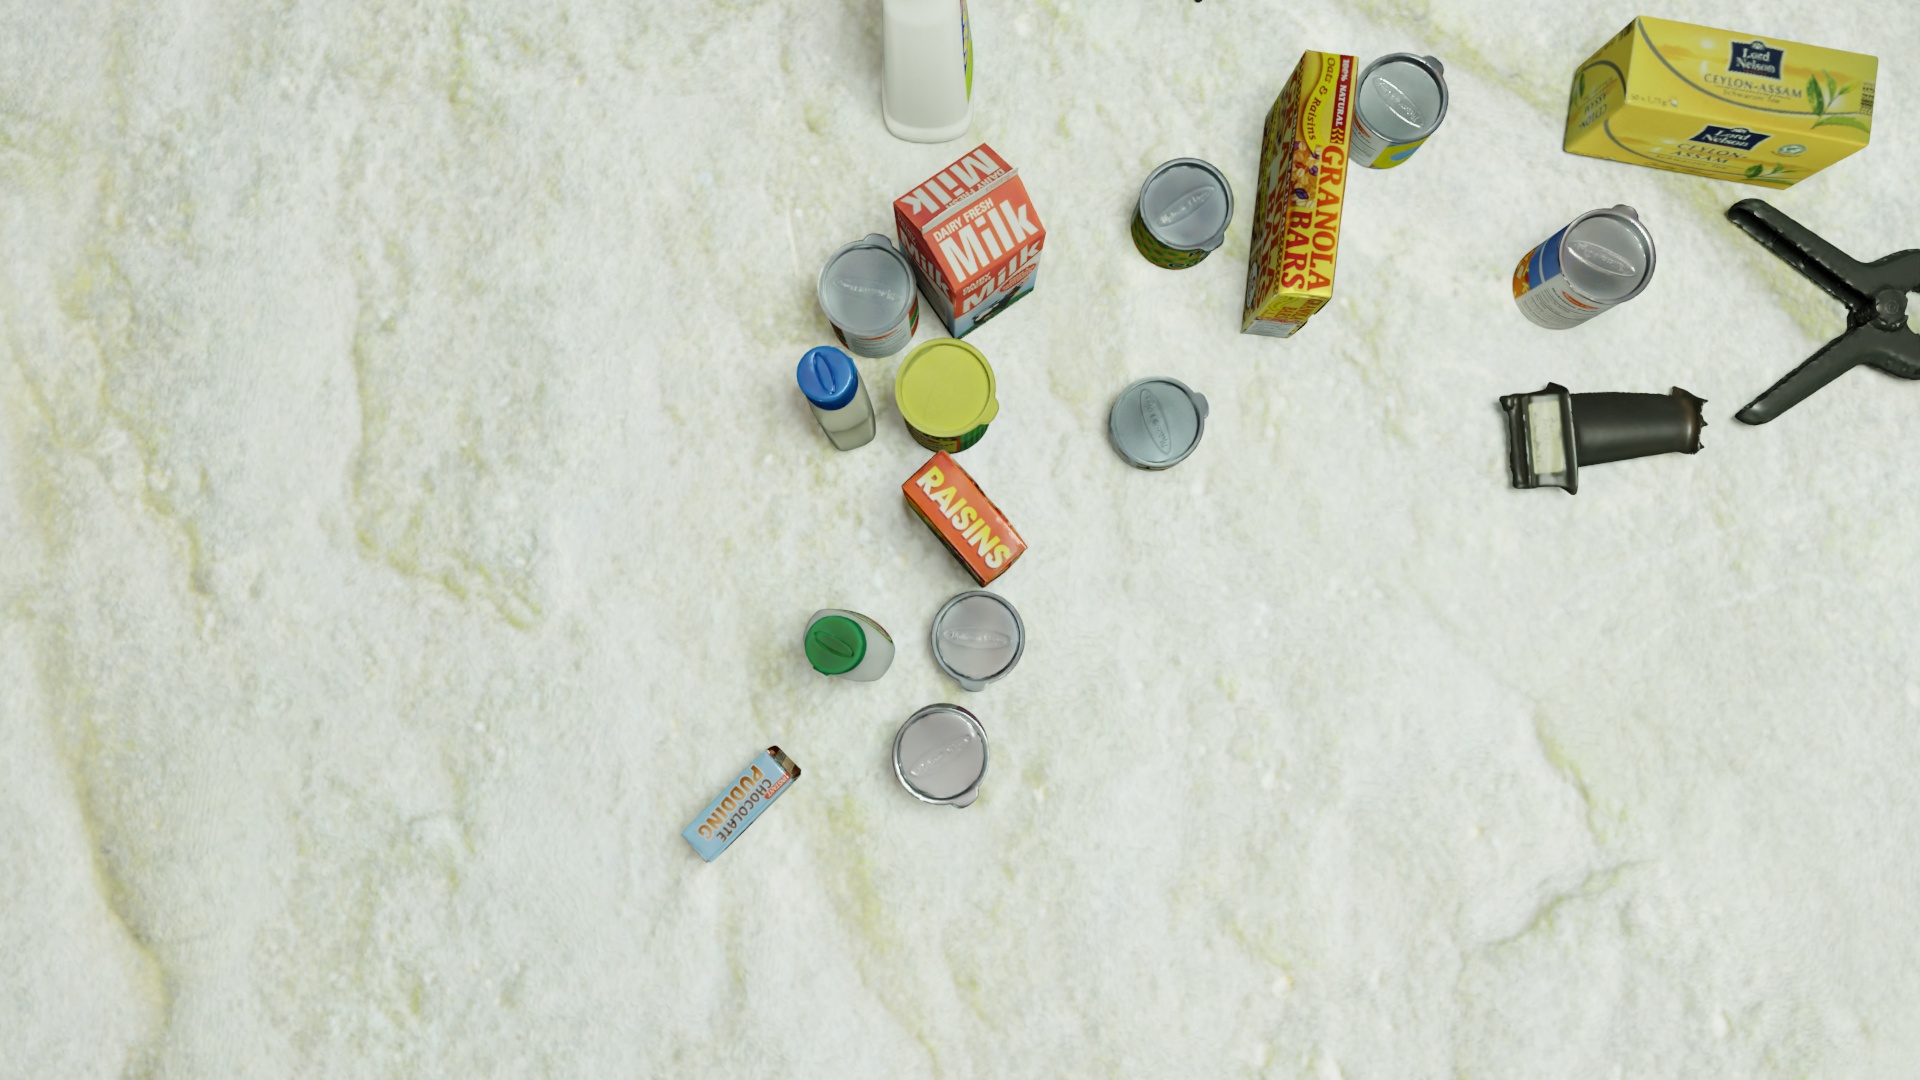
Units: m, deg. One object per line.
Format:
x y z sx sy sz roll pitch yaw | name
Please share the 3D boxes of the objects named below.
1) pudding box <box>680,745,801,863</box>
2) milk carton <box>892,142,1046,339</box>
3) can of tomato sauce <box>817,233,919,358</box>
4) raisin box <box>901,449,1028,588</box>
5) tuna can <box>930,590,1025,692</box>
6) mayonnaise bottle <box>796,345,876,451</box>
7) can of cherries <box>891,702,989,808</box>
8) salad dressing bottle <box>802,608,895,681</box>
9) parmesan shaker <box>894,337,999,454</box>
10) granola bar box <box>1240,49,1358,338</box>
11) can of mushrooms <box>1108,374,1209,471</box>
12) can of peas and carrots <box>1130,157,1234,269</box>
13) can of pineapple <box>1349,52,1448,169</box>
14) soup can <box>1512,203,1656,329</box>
-0.151 0.183 0.965 0.084 0.049 0.030 -45 87 -3 | pudding box
0.006 -0.199 0.923 0.072 0.190 0.073 -34 87 -2 | milk carton
-0.063 -0.170 0.975 0.071 0.083 0.071 0 86 0 | can of tomato sauce
0.003 -0.012 0.943 0.040 0.123 0.086 -41 87 -2 | raisin box
0.012 0.071 0.982 0.071 0.033 0.071 0 86 0 | tuna can
-0.085 -0.100 0.937 0.041 0.148 0.065 -21 86 -1 | mayonnaise bottle
-0.012 0.149 0.963 0.071 0.058 0.071 0 86 0 | can of cherries
-0.077 0.069 0.925 0.064 0.147 0.044 28 87 2 | salad dressing bottle
-0.007 -0.096 0.959 0.071 0.103 0.071 0 86 0 | parmesan shaker
0.233 -0.233 0.958 0.039 0.124 0.165 7 86 1 | granola bar box
0.141 -0.084 0.993 0.071 0.033 0.071 0 86 0 | can of mushrooms
0.159 -0.230 0.991 0.071 0.058 0.071 0 86 0 | can of peas and carrots
0.310 -0.308 0.997 0.071 0.058 0.071 0 86 0 | can of pineapple
0.437 -0.191 0.974 0.071 0.083 0.071 0 86 0 | soup can
